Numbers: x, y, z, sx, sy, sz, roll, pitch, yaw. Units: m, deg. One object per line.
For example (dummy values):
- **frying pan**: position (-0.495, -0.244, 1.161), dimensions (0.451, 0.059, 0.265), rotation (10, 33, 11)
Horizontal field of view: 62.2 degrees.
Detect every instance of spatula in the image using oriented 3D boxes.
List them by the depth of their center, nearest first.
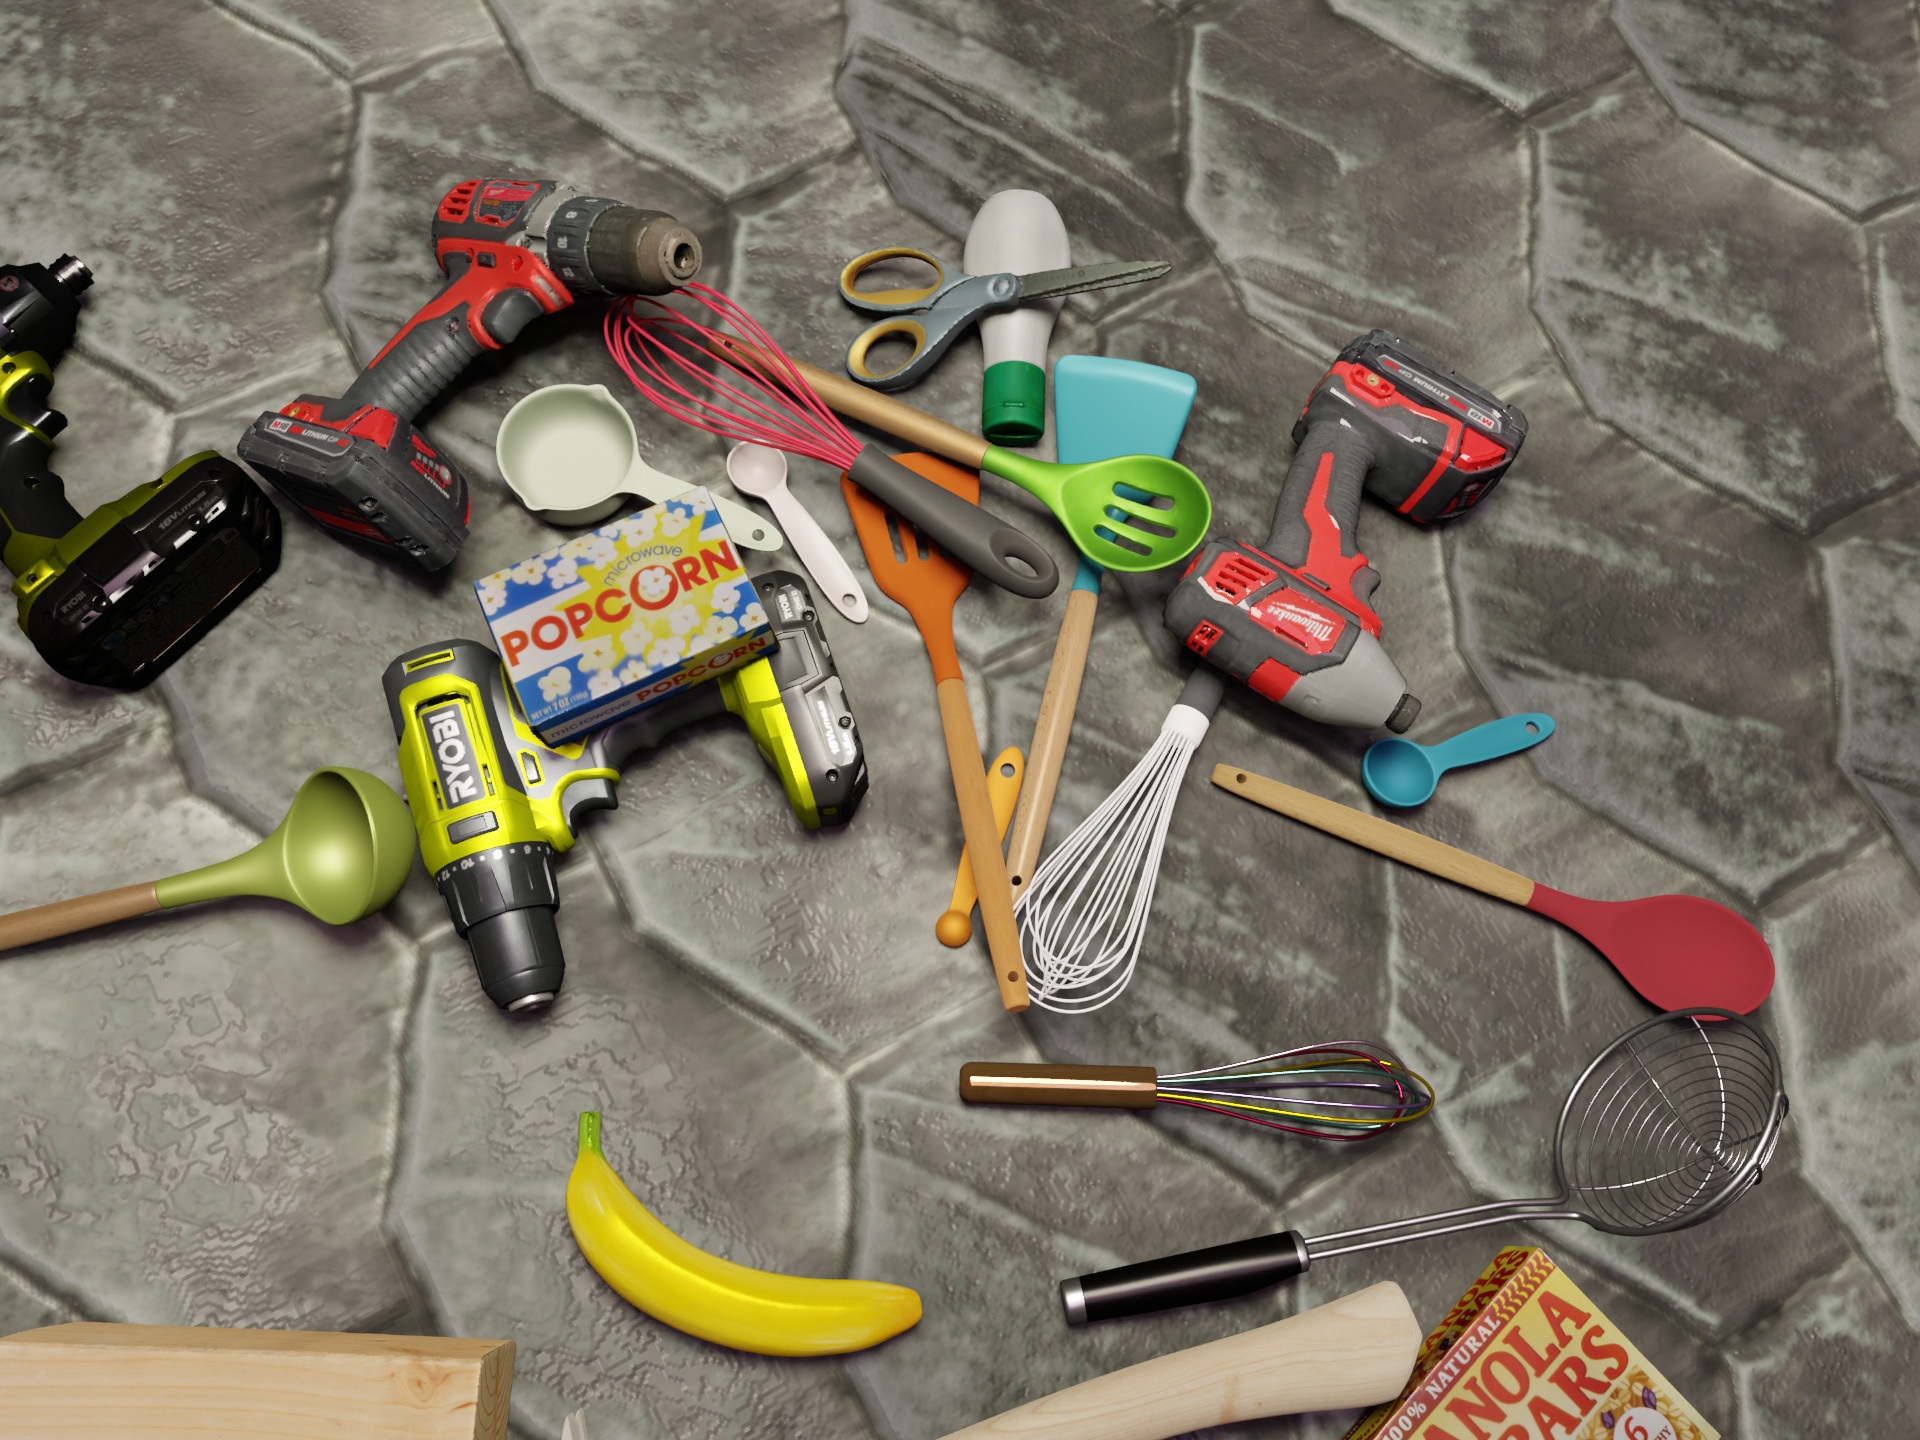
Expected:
- **spatula**: position (-0.001, -0.003, 0.845), dimensions (0.081, 0.041, 0.323), rotation (-8, 62, -8)
- **spatula**: position (0.061, -0.051, 0.880), dimensions (0.082, 0.044, 0.318), rotation (11, 73, 8)

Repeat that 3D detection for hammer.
- **hammer**: position (0.018, 0.338, 0.753), dimensions (0.410, 0.038, 0.146), rotation (-17, 75, -6)

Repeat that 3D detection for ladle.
- **ladle**: position (-0.422, 0.091, 0.777), dimensions (0.320, 0.062, 0.078), rotation (-14, 81, -1)
- **ladle**: position (0.286, 0.086, 0.870), dimensions (0.315, 0.031, 0.069), rotation (21, 68, 3)

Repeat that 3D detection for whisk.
- **whisk**: position (0.122, 0.189, 0.822), dimensions (0.245, 0.051, 0.047), rotation (2, 53, 0)
- **whisk**: position (0.108, 0.031, 0.858), dimensions (0.070, 0.070, 0.285), rotation (29, 69, 4)
- **whisk**: position (-0.071, -0.153, 0.872), dimensions (0.296, 0.073, 0.073), rotation (34, 74, 6)

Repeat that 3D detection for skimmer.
- **skimmer**: position (0.223, 0.226, 0.789), dimensions (0.363, 0.127, 0.090), rotation (-11, 108, -2)

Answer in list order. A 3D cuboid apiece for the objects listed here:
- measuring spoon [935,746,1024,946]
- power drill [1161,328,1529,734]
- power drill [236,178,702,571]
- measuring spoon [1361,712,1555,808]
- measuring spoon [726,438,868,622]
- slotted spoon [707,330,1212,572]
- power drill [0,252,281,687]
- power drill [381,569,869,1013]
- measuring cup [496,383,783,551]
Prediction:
- **measuring spoon**: position (0.012, 0.066, 0.858), dimensions (0.021, 0.011, 0.117), rotation (19, 72, 1)
- **power drill**: position (0.218, -0.097, 0.873), dimensions (0.143, 0.078, 0.220), rotation (32, 64, 5)
- **power drill**: position (-0.252, -0.194, 0.843), dimensions (0.188, 0.080, 0.227), rotation (18, 69, 35)
- **measuring spoon**: position (0.280, 0.021, 0.897), dimensions (0.128, 0.021, 0.042), rotation (-16, 66, -19)
- **measuring spoon**: position (-0.091, -0.105, 0.901), dimensions (0.034, 0.018, 0.124), rotation (-33, 86, -20)
- **slotted spoon**: position (-0.007, -0.159, 0.891), dimensions (0.314, 0.031, 0.070), rotation (25, 80, 14)
- **power drill**: position (-0.479, -0.139, 0.843), dimensions (0.223, 0.080, 0.171), rotation (40, 75, 10)
- **power drill**: position (-0.168, 0.030, 0.821), dimensions (0.228, 0.080, 0.191), rotation (-18, 75, -7)
- **measuring cup**: position (-0.176, -0.126, 0.887), dimensions (0.167, 0.038, 0.083), rotation (24, 73, 0)
